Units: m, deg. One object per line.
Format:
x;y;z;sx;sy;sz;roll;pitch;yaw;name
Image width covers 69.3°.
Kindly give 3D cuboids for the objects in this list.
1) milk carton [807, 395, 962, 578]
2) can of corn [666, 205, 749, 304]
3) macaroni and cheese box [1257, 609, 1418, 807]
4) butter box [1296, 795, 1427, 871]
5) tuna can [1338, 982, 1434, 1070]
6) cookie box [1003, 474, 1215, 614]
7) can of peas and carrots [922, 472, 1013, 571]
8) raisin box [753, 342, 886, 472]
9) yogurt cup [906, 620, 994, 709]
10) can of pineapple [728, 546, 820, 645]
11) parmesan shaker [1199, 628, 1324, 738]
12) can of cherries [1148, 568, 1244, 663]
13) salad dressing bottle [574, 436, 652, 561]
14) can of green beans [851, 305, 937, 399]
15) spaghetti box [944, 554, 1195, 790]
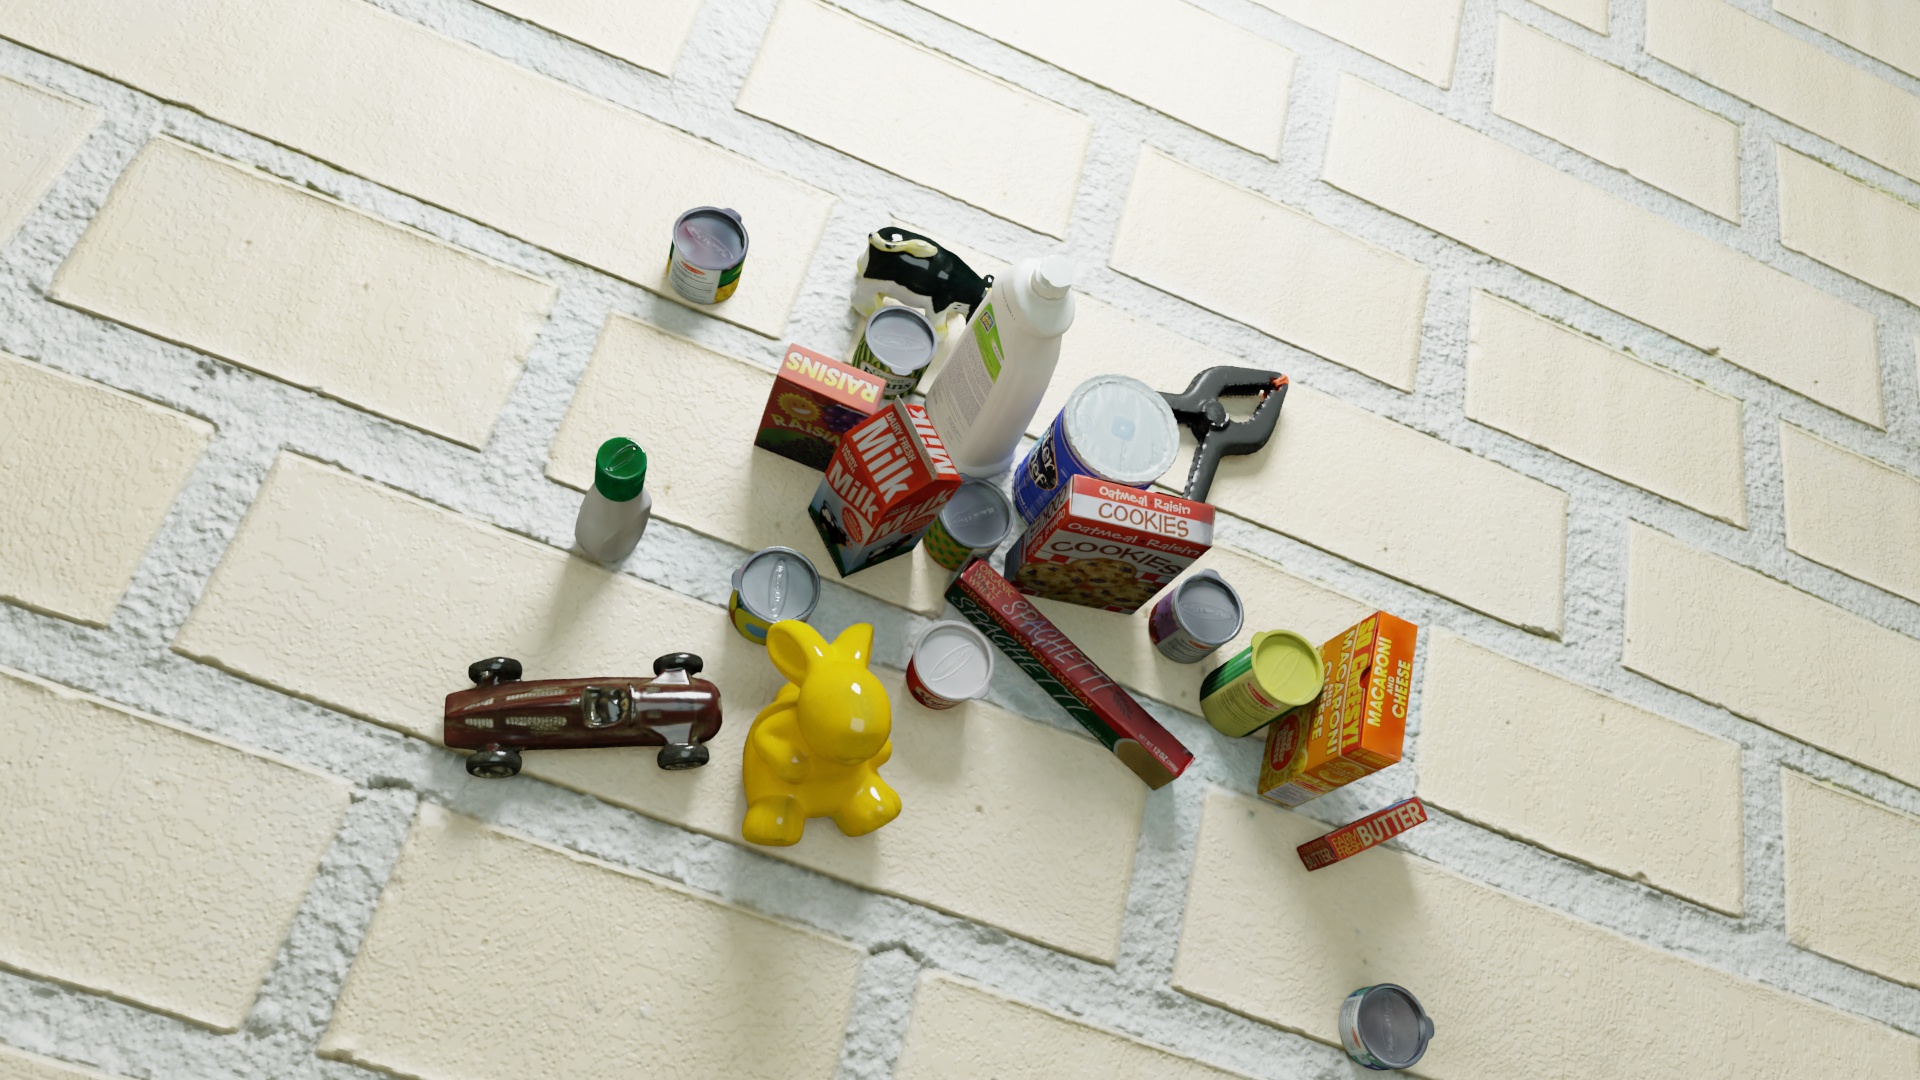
-0.059;-0.044;1.112;0.074;0.189;0.072;-22;76;-25;milk carton
-0.222;-0.253;1.227;0.071;0.058;0.071;7;65;-15;can of corn
0.313;0.144;1.163;0.040;0.165;0.124;22;62;-8;macaroni and cheese box
0.344;0.251;1.190;0.104;0.053;0.024;-17;73;-24;butter box
0.348;0.398;1.137;0.071;0.032;0.071;7;65;-15;tuna can
0.120;0.006;1.161;0.123;0.166;0.040;12;64;-13;cookie box
0.004;-0.015;1.194;0.071;0.058;0.071;7;65;-15;can of peas and carrots
-0.119;-0.105;1.158;0.086;0.123;0.040;22;62;-8;raisin box
-0.012;0.106;1.138;0.072;0.053;0.072;7;65;-15;yogurt cup
-0.152;0.045;1.117;0.071;0.057;0.071;7;65;-15;can of pineapple
0.254;0.122;1.190;0.071;0.102;0.071;7;65;-15;parmesan shaker
0.207;0.067;1.224;0.071;0.058;0.072;7;65;-15;can of cherries
-0.264;-0.031;1.063;0.044;0.147;0.064;44;61;4;salad dressing bottle
-0.060;-0.167;1.242;0.071;0.057;0.071;7;65;-15;can of green beans
0.089;0.112;1.170;0.250;0.050;0.029;43;61;4;spaghetti box
